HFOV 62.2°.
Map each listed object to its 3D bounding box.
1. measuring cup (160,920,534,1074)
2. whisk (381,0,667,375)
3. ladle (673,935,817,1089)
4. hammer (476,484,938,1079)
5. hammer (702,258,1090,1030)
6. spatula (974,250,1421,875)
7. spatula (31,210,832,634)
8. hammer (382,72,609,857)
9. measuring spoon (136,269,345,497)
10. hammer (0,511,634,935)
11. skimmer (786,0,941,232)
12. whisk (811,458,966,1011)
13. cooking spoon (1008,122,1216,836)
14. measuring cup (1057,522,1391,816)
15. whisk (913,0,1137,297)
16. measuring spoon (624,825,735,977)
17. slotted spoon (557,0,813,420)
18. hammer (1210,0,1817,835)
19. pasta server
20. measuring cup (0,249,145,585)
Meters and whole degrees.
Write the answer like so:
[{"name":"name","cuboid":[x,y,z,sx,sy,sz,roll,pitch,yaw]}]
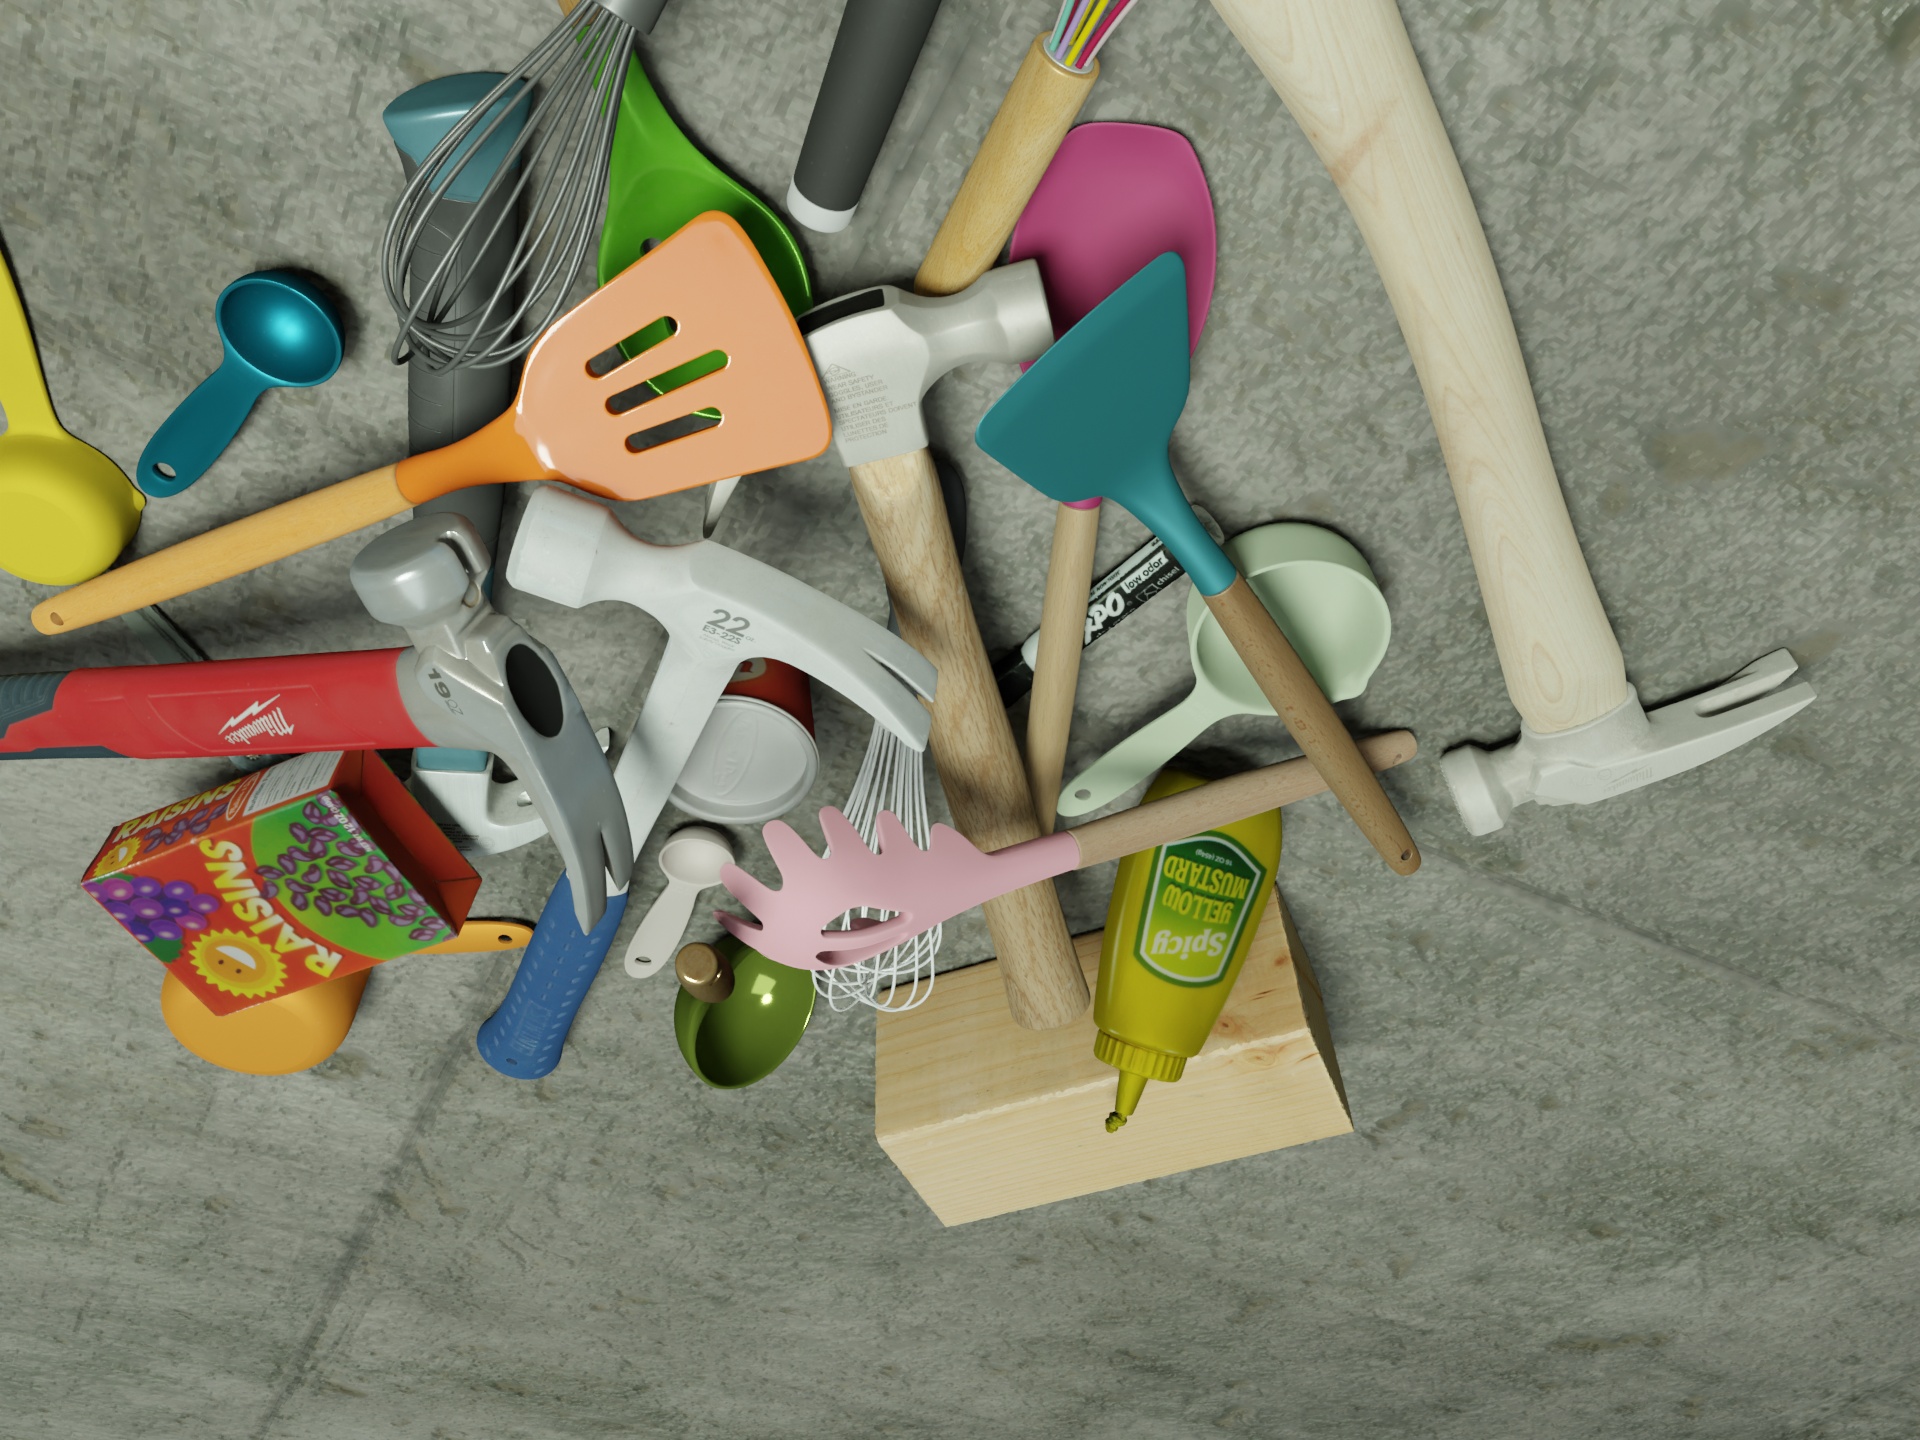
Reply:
[{"name":"measuring cup","cuboid":[-0.289,0.124,0.749,0.173,0.052,0.095,-5,132,6]},{"name":"whisk","cuboid":[-0.096,-0.197,0.436,0.055,0.055,0.239,27,107,-23]},{"name":"ladle","cuboid":[-0.088,0.111,0.632,0.062,0.078,0.320,34,167,1]},{"name":"hammer","cuboid":[-0.139,0.062,0.646,0.144,0.035,0.405,20,142,-13]},{"name":"hammer","cuboid":[-0.001,-0.002,0.599,0.130,0.031,0.331,-13,126,5]},{"name":"spatula","cuboid":[0.109,-0.028,0.575,0.082,0.044,0.317,-42,126,0]},{"name":"spatula","cuboid":[-0.198,-0.077,0.537,0.322,0.041,0.081,-14,116,24]},{"name":"hammer","cuboid":[-0.186,-0.071,0.584,0.128,0.033,0.330,4,130,-14]},{"name":"measuring spoon","cuboid":[-0.257,-0.118,0.562,0.128,0.021,0.042,-30,124,35]},{"name":"hammer","cuboid":[-0.296,0.010,0.572,0.386,0.038,0.143,-2,126,26]},{"name":"skimmer","cuboid":[0.013,-0.292,0.397,0.127,0.090,0.363,5,143,-21]},{"name":"whisk","cuboid":[-0.029,0.018,0.662,0.070,0.070,0.284,5,127,-6]},{"name":"cooking spoon","cuboid":[0.041,-0.059,0.595,0.068,0.017,0.318,5,124,-1]},{"name":"measuring cup","cuboid":[0.096,-0.017,0.642,0.083,0.038,0.167,32,126,-26]},{"name":"whisk","cuboid":[0.041,-0.208,0.450,0.051,0.047,0.245,-9,153,-32]},{"name":"measuring spoon","cuboid":[-0.136,0.085,0.748,0.034,0.018,0.124,18,136,-17]},{"name":"slotted spoon","cuboid":[-0.112,-0.228,0.455,0.070,0.031,0.313,-13,129,6]},{"name":"hammer","cuboid":[0.190,-0.116,0.555,0.146,0.038,0.410,-23,128,16]},{"name":"pasta server","cuboid":[0.058,0.037,0.606,0.316,0.040,0.060,-14,137,-32]},{"name":"measuring cup","cuboid":[-0.333,-0.111,0.552,0.062,0.029,0.156,3,134,-4]}]
